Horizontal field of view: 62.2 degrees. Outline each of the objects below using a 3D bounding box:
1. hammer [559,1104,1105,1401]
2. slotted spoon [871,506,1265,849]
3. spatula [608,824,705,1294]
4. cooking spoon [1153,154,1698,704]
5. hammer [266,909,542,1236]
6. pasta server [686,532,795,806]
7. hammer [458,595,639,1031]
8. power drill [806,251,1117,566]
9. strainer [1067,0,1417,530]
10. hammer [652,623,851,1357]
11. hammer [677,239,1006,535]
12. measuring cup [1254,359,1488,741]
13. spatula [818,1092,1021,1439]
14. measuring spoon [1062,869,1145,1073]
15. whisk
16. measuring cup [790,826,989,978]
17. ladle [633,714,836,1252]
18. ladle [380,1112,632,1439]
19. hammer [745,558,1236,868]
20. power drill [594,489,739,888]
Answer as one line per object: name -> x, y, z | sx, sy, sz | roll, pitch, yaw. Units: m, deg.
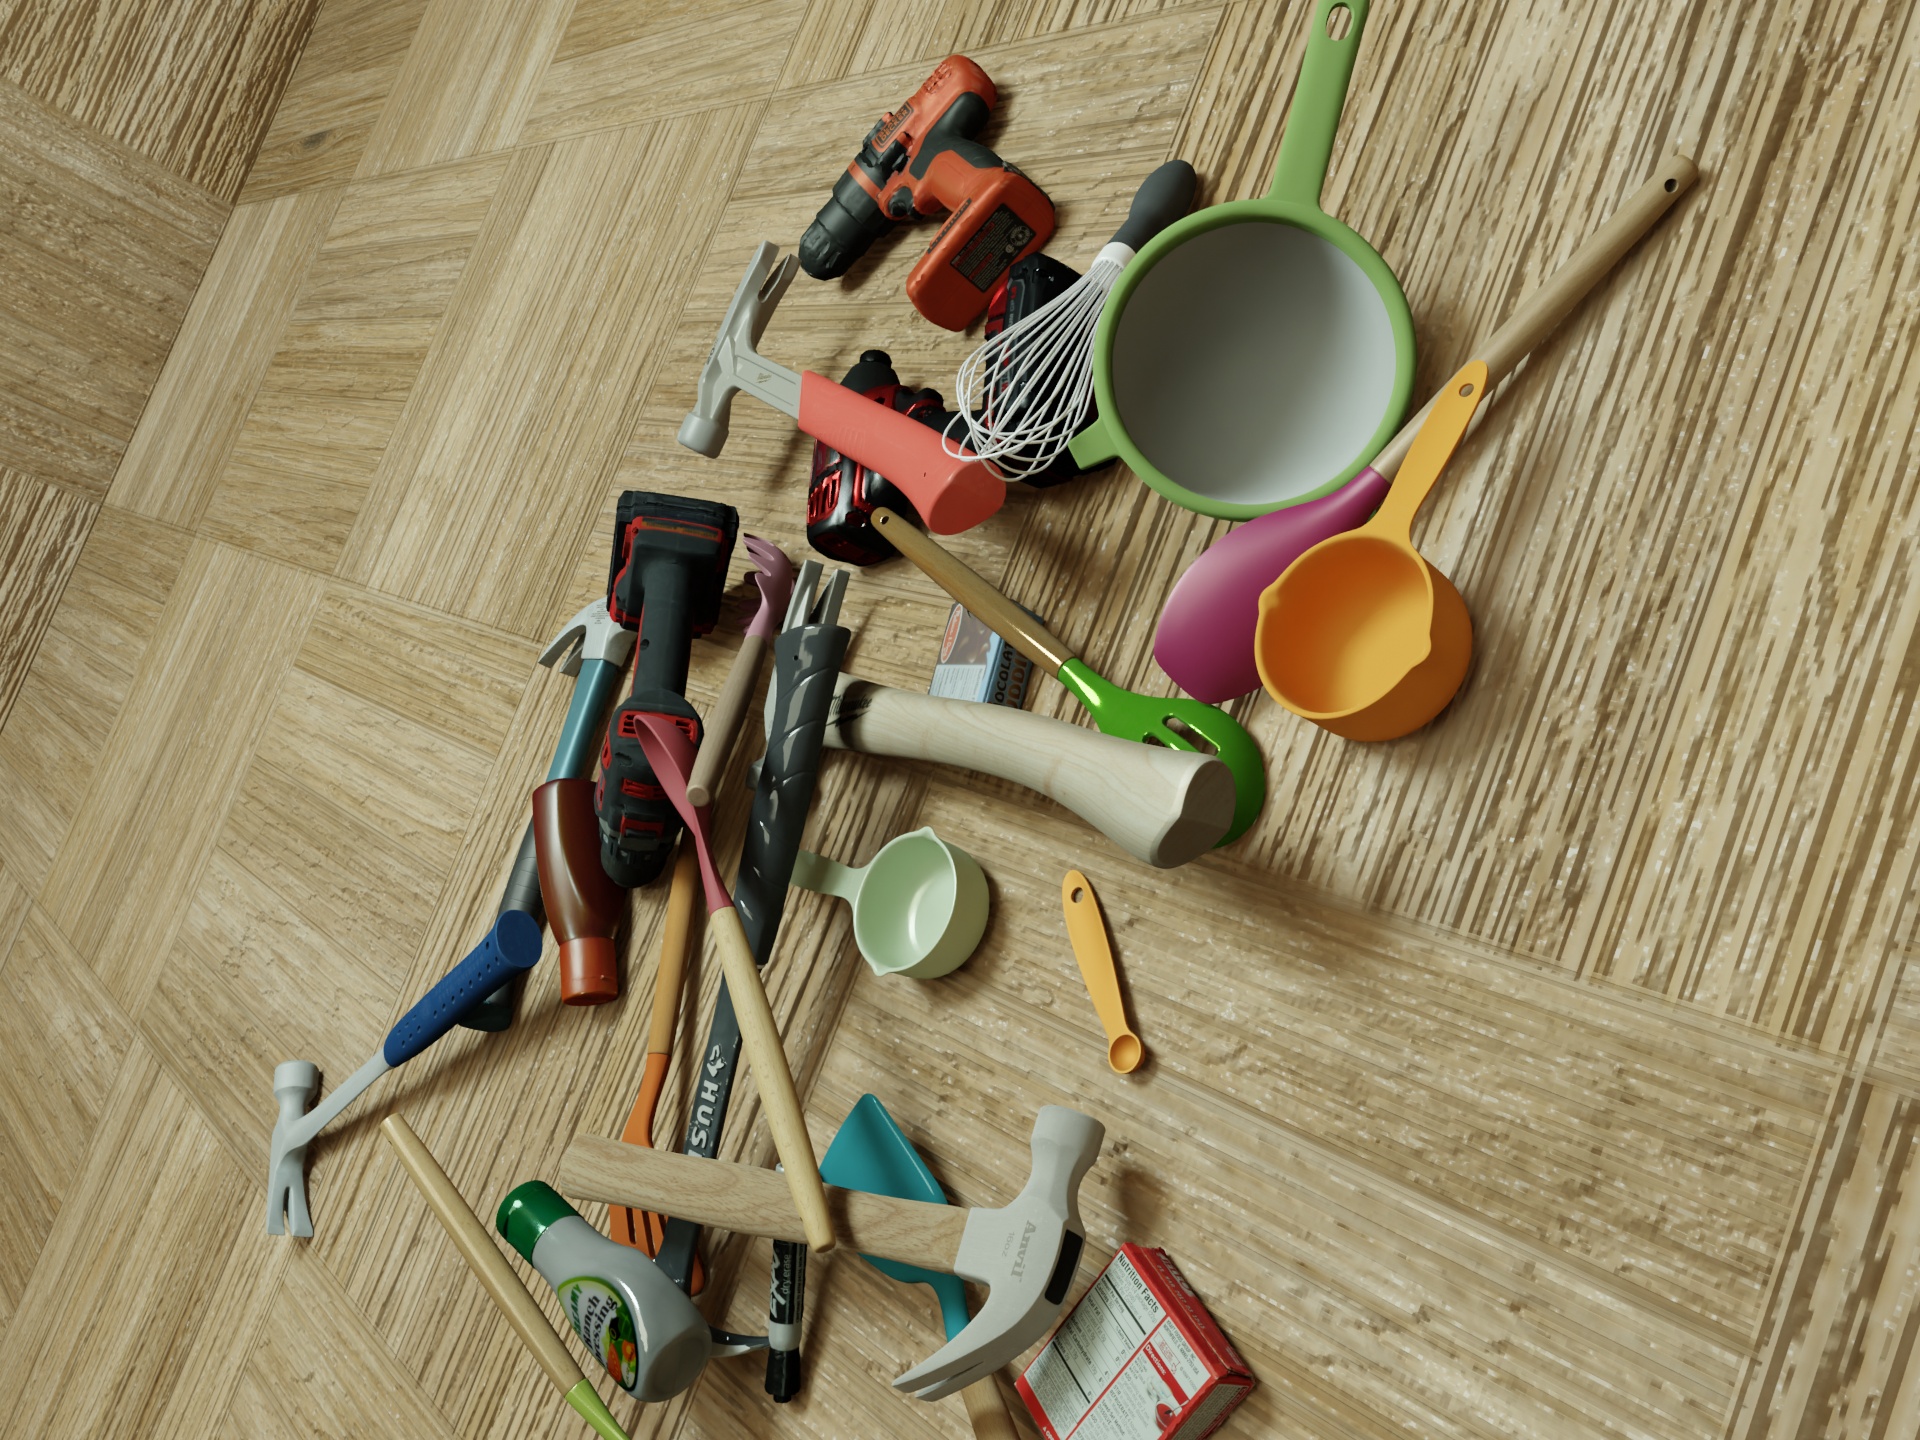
hammer -> -0.084, 0.241, 0.777 | 0.331, 0.031, 0.130 | -4, 56, 39
slotted spoon -> 0.040, -0.038, 0.833 | 0.070, 0.031, 0.314 | -48, 50, 1
spatula -> -0.176, 0.187, 0.985 | 0.081, 0.041, 0.323 | -20, 53, 36
cooking spoon -> 0.210, -0.130, 0.725 | 0.319, 0.068, 0.017 | -47, 8, 11
hammer -> -0.415, 0.249, 1.155 | 0.405, 0.035, 0.144 | -38, 48, 36
pasta server -> -0.134, -0.034, 0.944 | 0.316, 0.040, 0.060 | -85, 4, -63
hammer -> -0.297, 0.065, 1.159 | 0.128, 0.033, 0.331 | 4, 74, 46
power drill -> -0.007, -0.186, 0.957 | 0.220, 0.078, 0.143 | -15, 61, 44
strainer -> 0.154, -0.221, 0.773 | 0.151, 0.069, 0.256 | 14, 94, 7
hammer -> -0.119, 0.146, 0.873 | 0.149, 0.036, 0.409 | 13, 90, 36
hammer -> -0.072, -0.192, 0.953 | 0.359, 0.036, 0.149 | 37, 104, 53
measuring cup -> 0.200, -0.071, 0.703 | 0.095, 0.052, 0.173 | 27, 89, 49
spatula -> 0.000, 0.302, 0.707 | 0.082, 0.044, 0.318 | -62, 30, 19
measuring spoon -> 0.070, 0.121, 0.775 | 0.021, 0.011, 0.117 | -40, 43, 26
whisk -> 0.071, -0.223, 0.842 | 0.070, 0.070, 0.285 | -9, 37, 43
measuring cup -> -0.047, 0.096, 0.886 | 0.168, 0.038, 0.083 | 10, 78, 50
ladle -> -0.115, 0.120, 0.810 | 0.031, 0.069, 0.316 | -17, 56, -11
ladle -> -0.230, 0.342, 0.847 | 0.320, 0.062, 0.078 | 46, 146, 20
hammer -> -0.001, -0.003, 0.820 | 0.411, 0.038, 0.146 | 13, 89, 58
power drill -> -0.199, -0.015, 1.039 | 0.187, 0.080, 0.227 | 115, 158, -54
